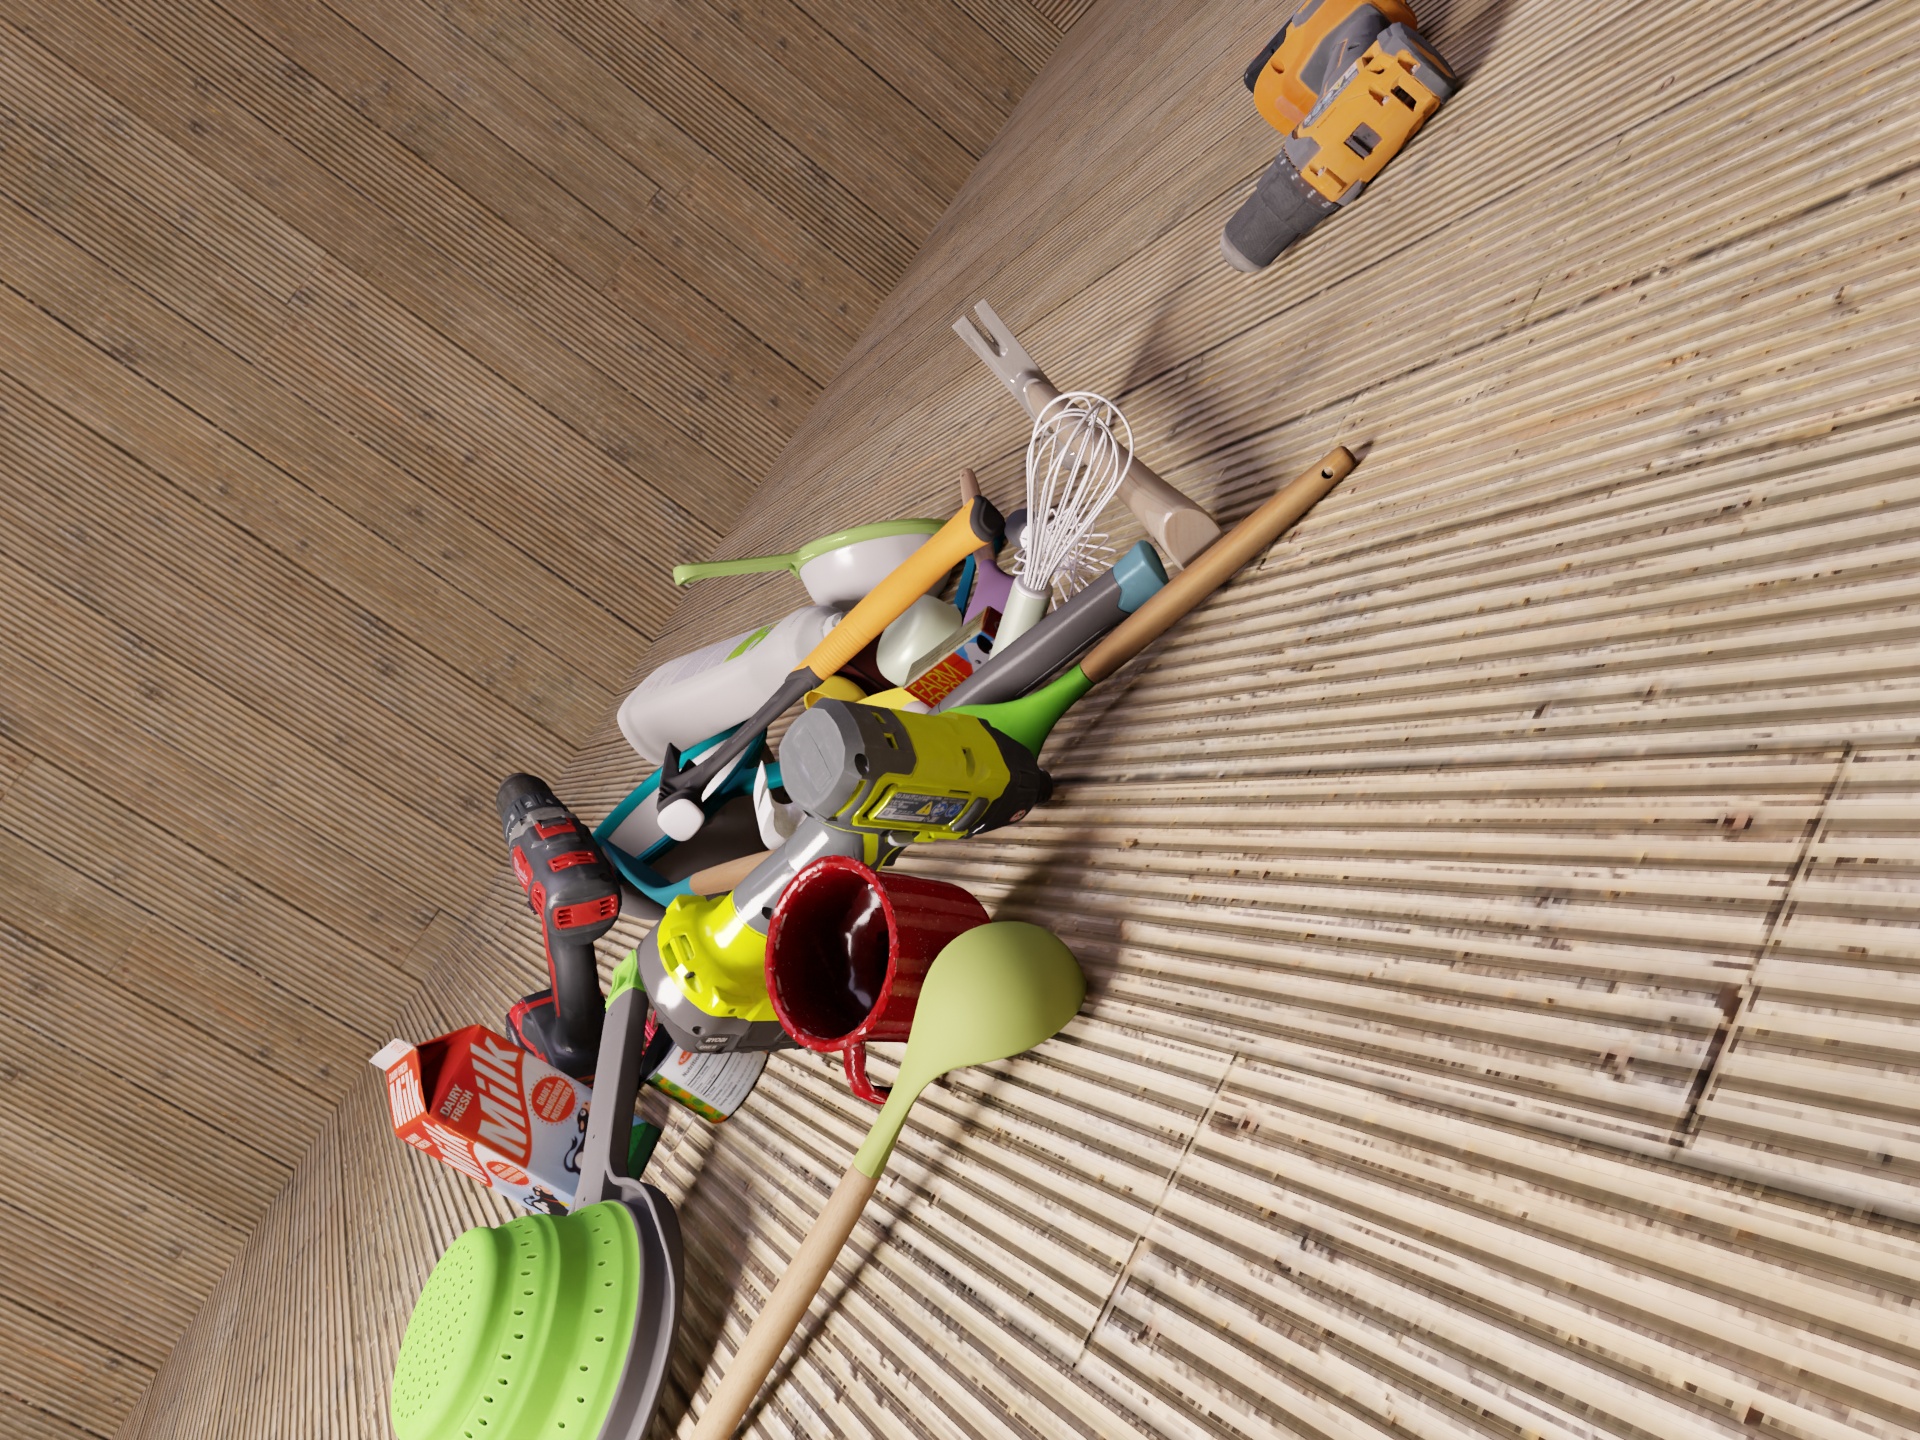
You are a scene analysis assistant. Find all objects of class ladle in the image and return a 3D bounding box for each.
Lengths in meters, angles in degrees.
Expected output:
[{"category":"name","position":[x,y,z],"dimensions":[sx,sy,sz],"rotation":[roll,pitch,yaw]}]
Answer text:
[{"category":"ladle","position":[-0.045,0.230,0.723],"dimensions":[0.320,0.062,0.078],"rotation":[-60,23,5]}]

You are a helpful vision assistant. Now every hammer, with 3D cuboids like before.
[{"category":"hammer","position":[-0.002,-0.003,0.959],"dimensions":[0.331,0.128,0.033],"rotation":[-37,55,31]},{"category":"hammer","position":[0.083,-0.183,1.034],"dimensions":[0.038,0.146,0.411],"rotation":[-40,23,7]},{"category":"hammer","position":[-0.100,-0.048,1.193],"dimensions":[0.337,0.034,0.127],"rotation":[-41,21,10]}]

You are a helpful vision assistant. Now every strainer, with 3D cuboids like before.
[{"category":"strainer","position":[-0.111,-0.110,1.322],"dimensions":[0.151,0.256,0.069],"rotation":[-24,77,59]},{"category":"strainer","position":[-0.178,0.086,1.281],"dimensions":[0.340,0.095,0.211],"rotation":[-16,28,48]}]

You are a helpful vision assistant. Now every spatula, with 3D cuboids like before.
[{"category":"spatula","position":[0.017,-0.128,1.227],"dimensions":[0.060,0.018,0.316],"rotation":[-34,28,15]},{"category":"spatula","position":[-0.157,0.095,1.050],"dimensions":[0.317,0.082,0.044],"rotation":[-18,39,53]}]

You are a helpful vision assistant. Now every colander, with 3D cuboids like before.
[{"category":"colander","position":[-0.242,0.282,0.911],"dimensions":[0.204,0.094,0.398],"rotation":[-45,31,32]}]

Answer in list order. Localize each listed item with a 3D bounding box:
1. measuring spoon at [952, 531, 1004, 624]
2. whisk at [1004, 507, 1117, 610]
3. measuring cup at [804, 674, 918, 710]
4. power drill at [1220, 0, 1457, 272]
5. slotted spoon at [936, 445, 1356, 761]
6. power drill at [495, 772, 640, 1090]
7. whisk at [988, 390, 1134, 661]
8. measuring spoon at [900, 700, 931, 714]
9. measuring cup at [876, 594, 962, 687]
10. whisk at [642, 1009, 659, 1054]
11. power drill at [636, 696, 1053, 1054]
[{"category":"measuring spoon","position":[0.013,-0.109,1.274],"dimensions":[0.042,0.021,0.129],"rotation":[-28,39,52]},{"category":"whisk","position":[0.057,-0.120,1.102],"dimensions":[0.070,0.070,0.285],"rotation":[-52,11,7]},{"category":"measuring cup","position":[-0.067,-0.018,1.261],"dimensions":[0.156,0.062,0.029],"rotation":[-12,34,52]},{"category":"power drill","position":[0.253,-0.427,1.127],"dimensions":[0.185,0.084,0.226],"rotation":[-45,23,34]},{"category":"slotted spoon","position":[0.087,-0.043,0.868],"dimensions":[0.313,0.070,0.031],"rotation":[-40,3,24]},{"category":"power drill","position":[-0.308,0.164,1.211],"dimensions":[0.188,0.080,0.226],"rotation":[42,137,50]},{"category":"whisk","position":[0.047,-0.086,0.944],"dimensions":[0.058,0.059,0.246],"rotation":[-53,-15,-49]},{"category":"measuring spoon","position":[-0.064,0.034,1.183],"dimensions":[0.124,0.018,0.034],"rotation":[-54,16,4]},{"category":"measuring cup","position":[-0.018,-0.061,1.201],"dimensions":[0.083,0.038,0.168],"rotation":[-65,21,-8]},{"category":"whisk","position":[-0.127,0.119,1.122],"dimensions":[0.296,0.073,0.073],"rotation":[-50,16,-5]},{"category":"power drill","position":[-0.061,0.084,0.865],"dimensions":[0.223,0.171,0.080],"rotation":[-49,53,27]}]
